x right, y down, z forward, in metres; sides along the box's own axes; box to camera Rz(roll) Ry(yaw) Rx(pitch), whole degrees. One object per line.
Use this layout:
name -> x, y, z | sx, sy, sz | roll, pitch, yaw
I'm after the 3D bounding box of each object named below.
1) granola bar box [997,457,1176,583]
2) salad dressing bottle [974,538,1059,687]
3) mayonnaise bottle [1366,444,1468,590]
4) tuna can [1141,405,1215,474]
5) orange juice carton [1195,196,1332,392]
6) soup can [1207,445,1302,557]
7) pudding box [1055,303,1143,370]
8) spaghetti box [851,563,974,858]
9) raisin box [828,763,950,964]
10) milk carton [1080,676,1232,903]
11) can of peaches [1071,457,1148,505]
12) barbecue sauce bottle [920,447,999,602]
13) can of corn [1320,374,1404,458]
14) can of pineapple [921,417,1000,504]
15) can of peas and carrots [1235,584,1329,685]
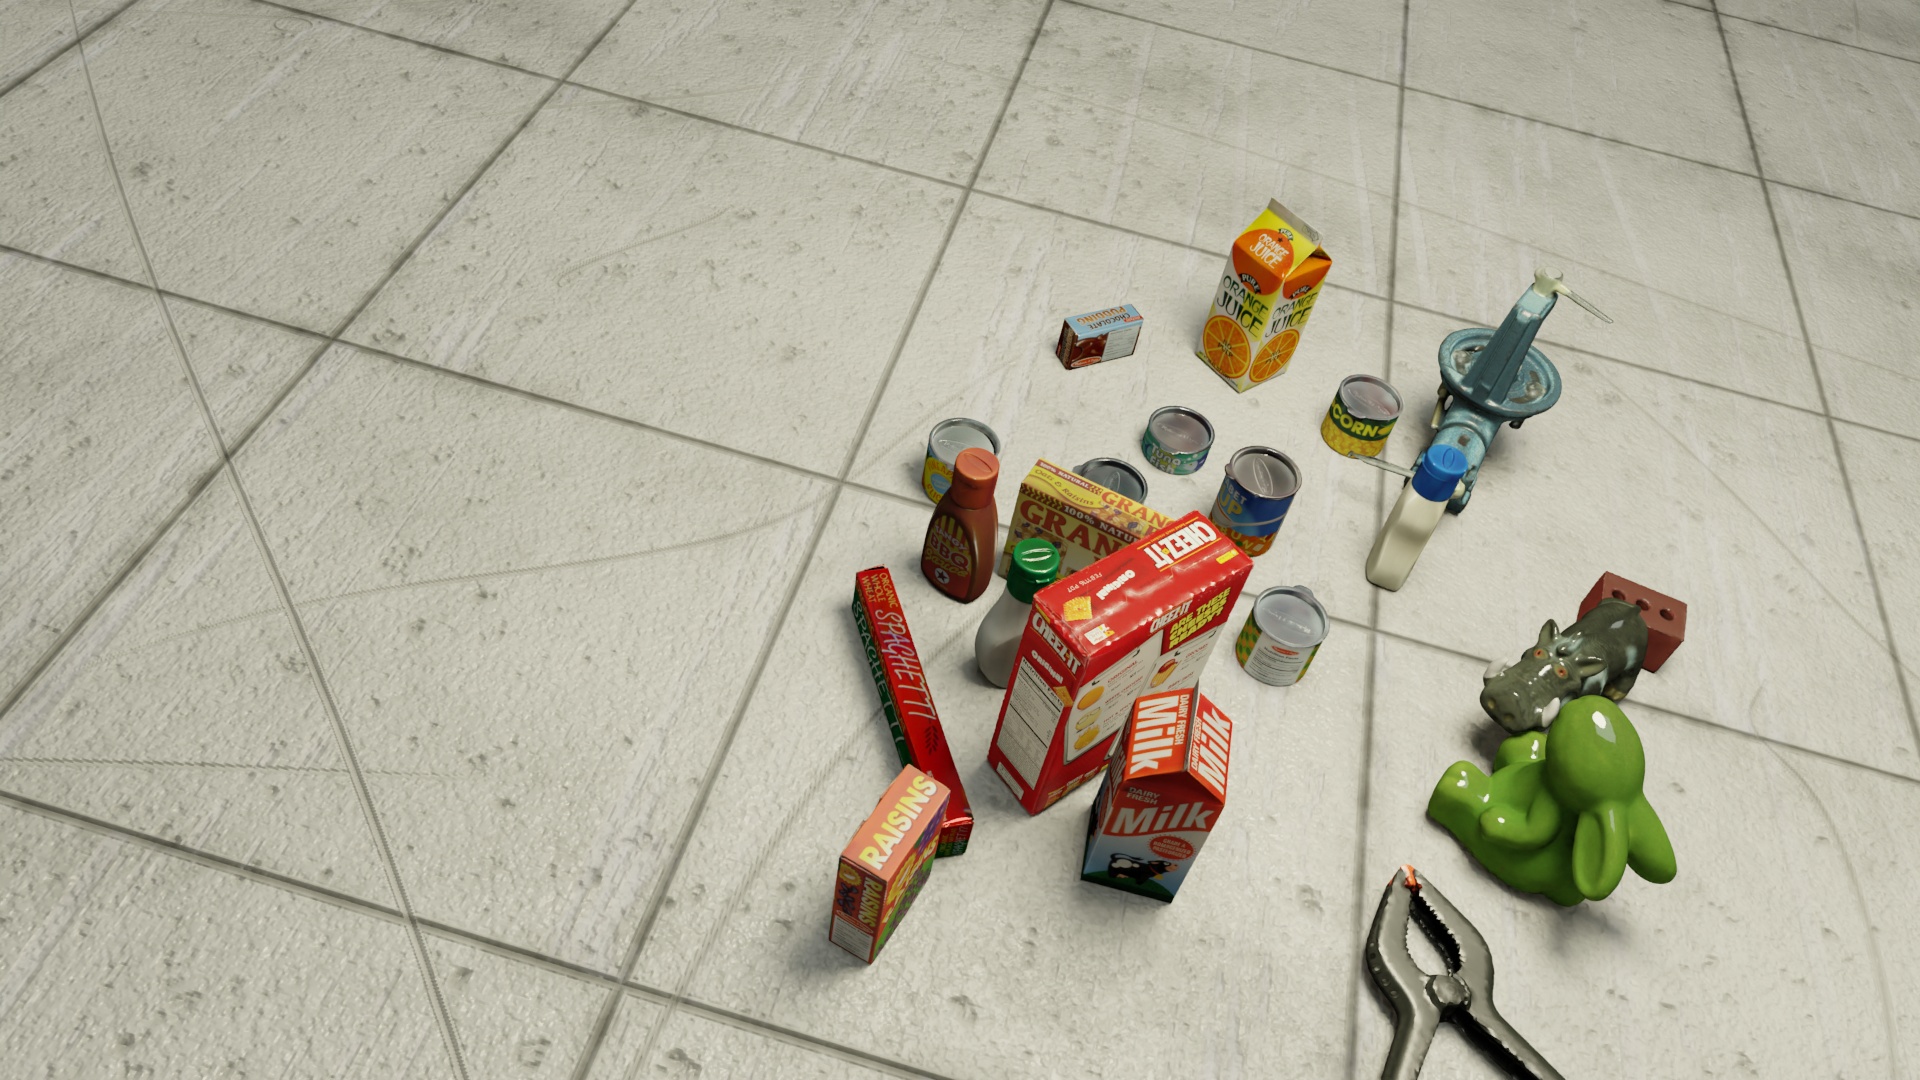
granola bar box -> 0.122, 0.015, 1.178 | 0.166, 0.123, 0.039 | 26, 49, 12
salad dressing bottle -> 0.049, 0.059, 1.109 | 0.064, 0.146, 0.044 | -8, 51, -17
mayonnaise bottle -> 0.410, -0.022, 1.248 | 0.041, 0.147, 0.065 | 23, 49, 10
tuna can -> 0.211, -0.096, 1.353 | 0.071, 0.032, 0.071 | 5, 48, -6
orange juice carton -> 0.309, -0.249, 1.400 | 0.073, 0.191, 0.072 | -25, 58, -28
soup can -> 0.266, -0.036, 1.276 | 0.071, 0.083, 0.072 | 5, 48, -6
pudding box -> 0.143, -0.210, 1.430 | 0.084, 0.049, 0.030 | -17, 54, -23
spaghetti box -> -0.041, 0.129, 1.095 | 0.029, 0.049, 0.251 | -8, 51, -17
raisin box -> -0.050, 0.224, 0.960 | 0.040, 0.122, 0.086 | 28, 50, 14
milk carton -> 0.143, 0.178, 0.992 | 0.073, 0.189, 0.073 | 14, 48, 2
can of peaches -> 0.130, -0.034, 1.266 | 0.071, 0.057, 0.071 | 5, 48, -6
barbecue sauce bottle -> 0.004, -0.015, 1.165 | 0.065, 0.147, 0.044 | 36, 52, 20
can of corn -> 0.402, -0.123, 1.396 | 0.071, 0.058, 0.071 | 5, 48, -6
can of pineapple -> -0.001, -0.069, 1.273 | 0.071, 0.057, 0.071 | 5, 48, -6
can of peas and carrots -> 0.276, 0.080, 1.192 | 0.071, 0.058, 0.071 | 5, 48, -6
